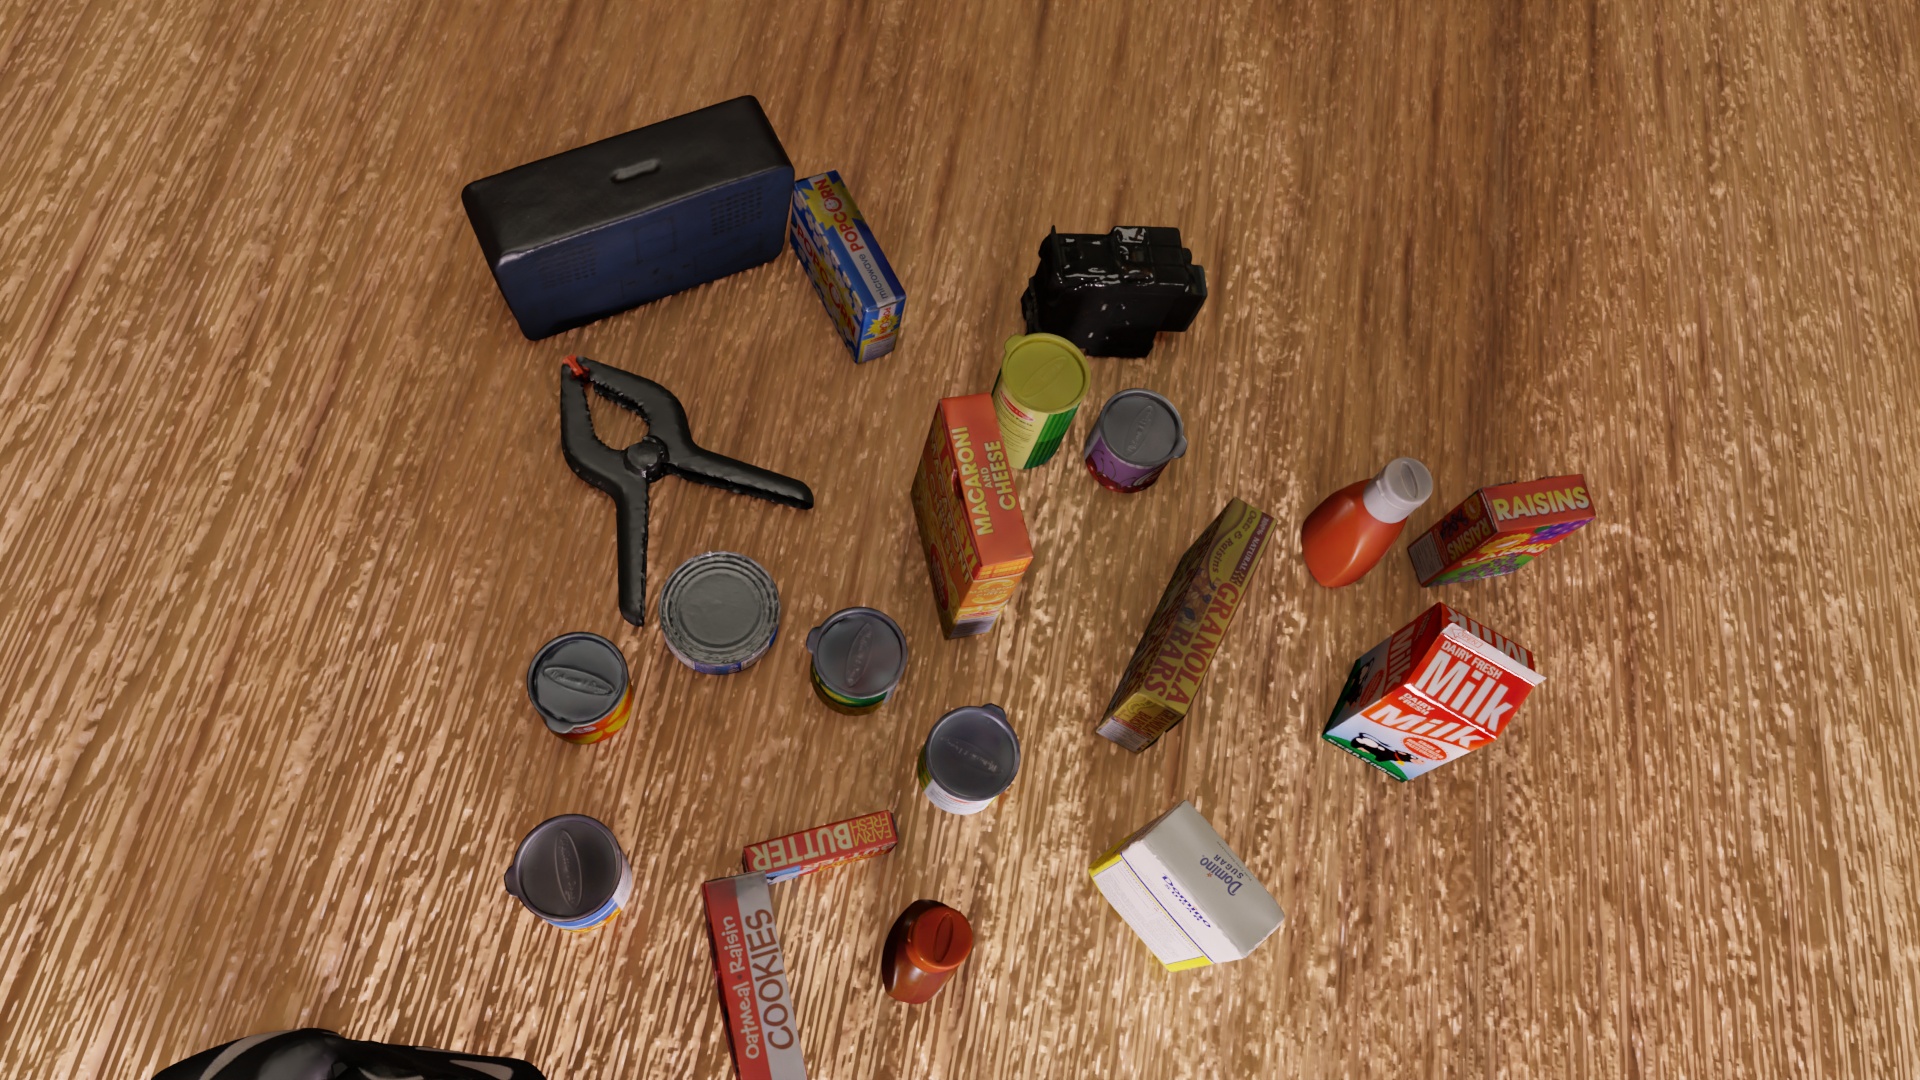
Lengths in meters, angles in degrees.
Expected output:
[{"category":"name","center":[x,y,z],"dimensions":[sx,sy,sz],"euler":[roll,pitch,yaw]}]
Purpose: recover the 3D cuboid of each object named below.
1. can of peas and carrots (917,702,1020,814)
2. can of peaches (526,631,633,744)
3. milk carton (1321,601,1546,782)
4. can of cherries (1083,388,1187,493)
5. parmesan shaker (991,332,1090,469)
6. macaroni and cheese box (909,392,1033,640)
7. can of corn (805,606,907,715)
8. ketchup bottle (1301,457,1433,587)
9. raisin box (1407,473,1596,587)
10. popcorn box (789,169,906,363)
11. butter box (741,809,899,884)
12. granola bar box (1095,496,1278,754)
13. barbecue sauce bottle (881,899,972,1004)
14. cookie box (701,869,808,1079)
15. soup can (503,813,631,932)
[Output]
[{"category":"can of peas and carrots","center":[0.006,0.153,0.974],"dimensions":[0.071,0.058,0.071],"euler":[3,69,-8]},{"category":"can of peaches","center":[-0.260,0.104,0.952],"dimensions":[0.071,0.058,0.071],"euler":[3,69,-8]},{"category":"milk carton","center":[0.331,0.104,0.973],"dimensions":[0.072,0.189,0.074],"euler":[30,68,3]},{"category":"can of cherries","center":[0.136,-0.075,1.083],"dimensions":[0.071,0.058,0.072],"euler":[3,69,-8]},{"category":"parmesan shaker","center":[0.054,-0.106,1.059],"dimensions":[0.071,0.102,0.071],"euler":[3,69,-8]},{"category":"macaroni and cheese box","center":[0.003,-0.012,0.980],"dimensions":[0.040,0.165,0.124],"euler":[-10,71,-12]},{"category":"can of corn","center":[-0.076,0.086,0.988],"dimensions":[0.071,0.058,0.071],"euler":[3,69,-8]},{"category":"ketchup bottle","center":[0.302,-0.016,1.038],"dimensions":[0.043,0.148,0.065],"euler":[-7,71,-11]},{"category":"raisin box","center":[0.412,-0.007,1.065],"dimensions":[0.086,0.123,0.040],"euler":[-8,71,-12]},{"category":"popcorn box","center":[-0.090,-0.213,1.087],"dimensions":[0.038,0.085,0.127],"euler":[-24,74,-16]},{"category":"butter box","center":[-0.095,0.209,0.940],"dimensions":[0.104,0.053,0.024],"euler":[-12,72,-13]},{"category":"granola bar box","center":[0.162,0.064,0.998],"dimensions":[0.039,0.123,0.166],"euler":[29,68,3]},{"category":"barbecue sauce bottle","center":[-0.021,0.258,0.881],"dimensions":[0.044,0.148,0.065],"euler":[16,68,-3]},{"category":"cookie box","center":[-0.127,0.275,0.847],"dimensions":[0.040,0.166,0.123],"euler":[-11,71,-13]},{"category":"soup can","center":[-0.251,0.217,0.896],"dimensions":[0.071,0.083,0.071],"euler":[3,69,-8]}]
